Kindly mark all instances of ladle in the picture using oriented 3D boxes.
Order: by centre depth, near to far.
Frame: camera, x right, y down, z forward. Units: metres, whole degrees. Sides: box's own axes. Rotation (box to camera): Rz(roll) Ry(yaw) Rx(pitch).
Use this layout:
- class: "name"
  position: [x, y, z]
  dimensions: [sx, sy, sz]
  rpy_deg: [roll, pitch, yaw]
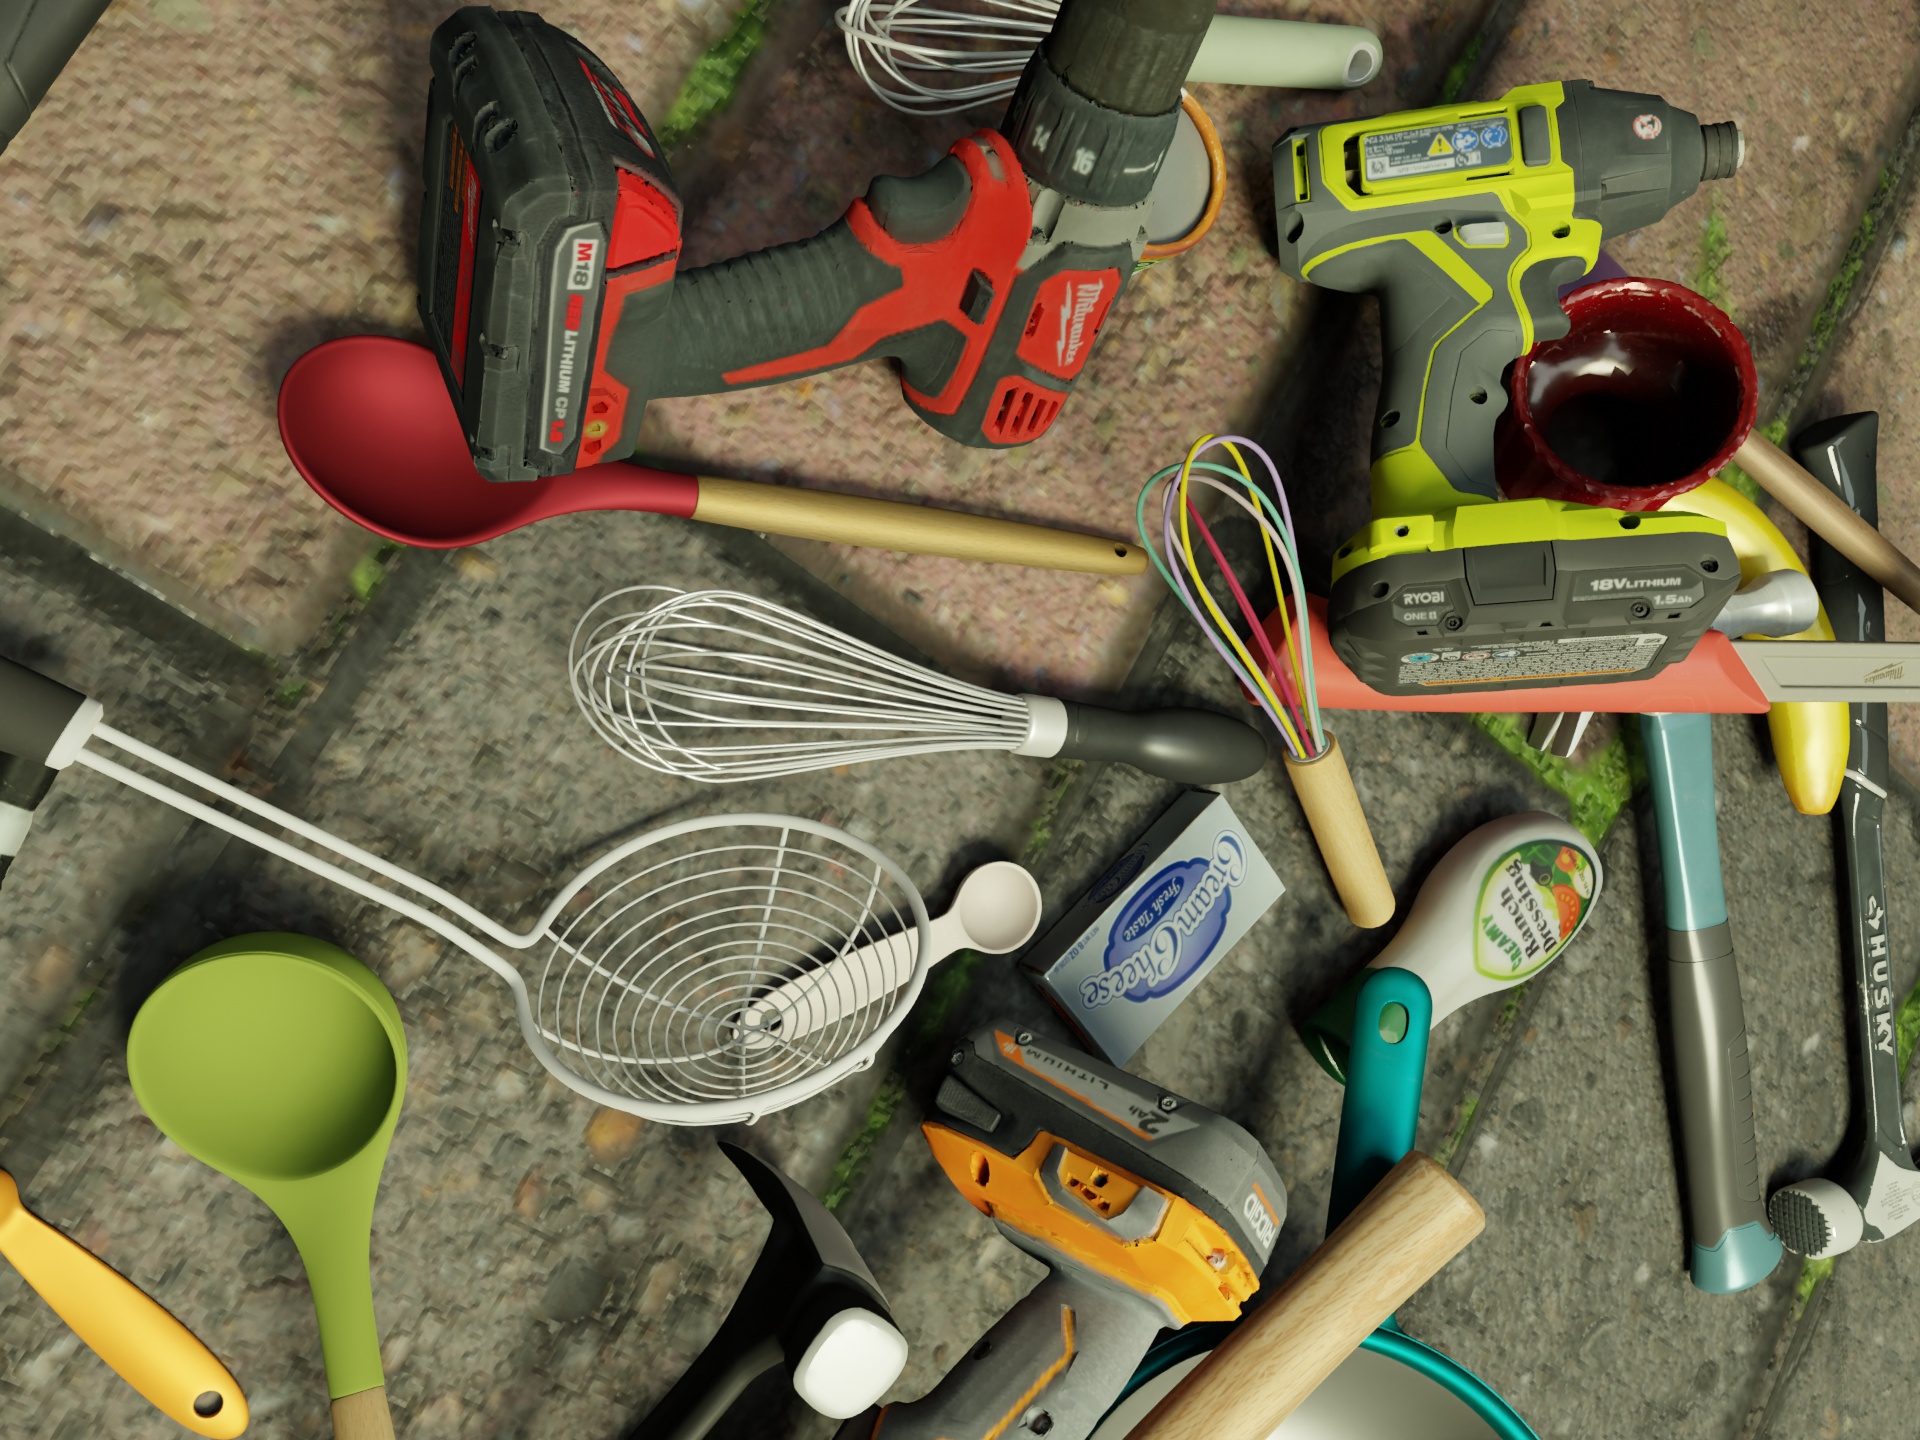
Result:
- class: "ladle"
  position: [-0.166, 0.214, 0.435]
  dimensions: [0.078, 0.062, 0.320]
  rpy_deg: [-18, 75, 2]
- class: "ladle"
  position: [-0.068, -0.076, 0.550]
  dimensions: [0.315, 0.031, 0.069]
  rpy_deg: [5, 72, -27]

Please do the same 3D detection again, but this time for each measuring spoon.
- class: "measuring spoon"
  position: [-0.255, 0.176, 0.472]
  dimensions: [0.021, 0.011, 0.116]
  rpy_deg: [-43, 107, -19]
- class: "measuring spoon"
  position: [-0.027, 0.086, 0.580]
  dimensions: [0.124, 0.018, 0.034]
  rpy_deg: [-24, 101, -16]

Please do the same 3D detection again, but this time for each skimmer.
- class: "skimmer"
  position: [-0.179, 0.013, 0.450]
  dimensions: [0.363, 0.127, 0.090]
  rpy_deg: [30, 122, -22]

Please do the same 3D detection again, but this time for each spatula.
- class: "spatula"
  position: [0.365, -0.129, 0.738]
  dimensions: [0.315, 0.018, 0.060]
  rpy_deg: [35, 74, -12]

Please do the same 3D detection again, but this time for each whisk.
- class: "whisk"
  position: [-0.001, -0.001, 0.569]
  dimensions: [0.284, 0.070, 0.070]
  rpy_deg: [8, 87, -30]
- class: "whisk"
  position: [0.123, -0.003, 0.599]
  dimensions: [0.051, 0.047, 0.244]
  rpy_deg: [-18, 127, 15]
- class: "whisk"
  position: [0.066, -0.258, 0.605]
  dimensions: [0.246, 0.059, 0.057]
  rpy_deg: [-10, 130, -29]

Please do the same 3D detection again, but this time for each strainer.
- class: "strainer"
  position: [0.138, 0.267, 0.607]
  dimensions: [0.211, 0.095, 0.340]
  rpy_deg: [10, 75, 9]

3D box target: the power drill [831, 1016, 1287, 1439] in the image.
- class: "power drill"
  position: [-0.008, 0.218, 0.523]
  dimensions: [0.226, 0.164, 0.084]
  rpy_deg: [-56, 141, -22]

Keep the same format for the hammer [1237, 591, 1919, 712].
- class: "hammer"
  position: [0.292, -0.012, 0.666]
  dimensions: [0.359, 0.037, 0.149]
  rpy_deg: [0, 98, -10]

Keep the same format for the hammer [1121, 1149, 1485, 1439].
- class: "hammer"
  position: [0.051, 0.273, 0.548]
  dimensions: [0.331, 0.031, 0.130]
  rpy_deg: [-42, 76, -6]

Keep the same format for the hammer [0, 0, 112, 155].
- class: "hammer"
  position: [-0.270, -0.203, 0.450]
  dimensions: [0.146, 0.035, 0.335]
  rpy_deg: [35, 77, -22]

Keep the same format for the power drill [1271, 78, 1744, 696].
- class: "power drill"
  position: [0.209, -0.129, 0.593]
  dimensions: [0.171, 0.080, 0.223]
  rpy_deg: [-4, 75, 13]

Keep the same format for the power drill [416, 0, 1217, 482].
- class: "power drill"
  position: [-0.036, -0.158, 0.478]
  dimensions: [0.226, 0.187, 0.080]
  rpy_deg: [-10, 57, -29]

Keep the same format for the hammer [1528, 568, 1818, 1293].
- class: "hammer"
  position: [0.339, 0.105, 0.726]
  dimensions: [0.128, 0.033, 0.331]
  rpy_deg: [-12, 100, -7]

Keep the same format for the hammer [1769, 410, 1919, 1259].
- class: "hammer"
  position: [0.455, 0.051, 0.793]
  dimensions: [0.149, 0.036, 0.409]
  rpy_deg: [-6, 93, -26]

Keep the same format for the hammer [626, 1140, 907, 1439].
- class: "hammer"
  position: [-0.152, 0.284, 0.487]
  dimensions: [0.034, 0.127, 0.337]
  rpy_deg: [44, 83, -23]
